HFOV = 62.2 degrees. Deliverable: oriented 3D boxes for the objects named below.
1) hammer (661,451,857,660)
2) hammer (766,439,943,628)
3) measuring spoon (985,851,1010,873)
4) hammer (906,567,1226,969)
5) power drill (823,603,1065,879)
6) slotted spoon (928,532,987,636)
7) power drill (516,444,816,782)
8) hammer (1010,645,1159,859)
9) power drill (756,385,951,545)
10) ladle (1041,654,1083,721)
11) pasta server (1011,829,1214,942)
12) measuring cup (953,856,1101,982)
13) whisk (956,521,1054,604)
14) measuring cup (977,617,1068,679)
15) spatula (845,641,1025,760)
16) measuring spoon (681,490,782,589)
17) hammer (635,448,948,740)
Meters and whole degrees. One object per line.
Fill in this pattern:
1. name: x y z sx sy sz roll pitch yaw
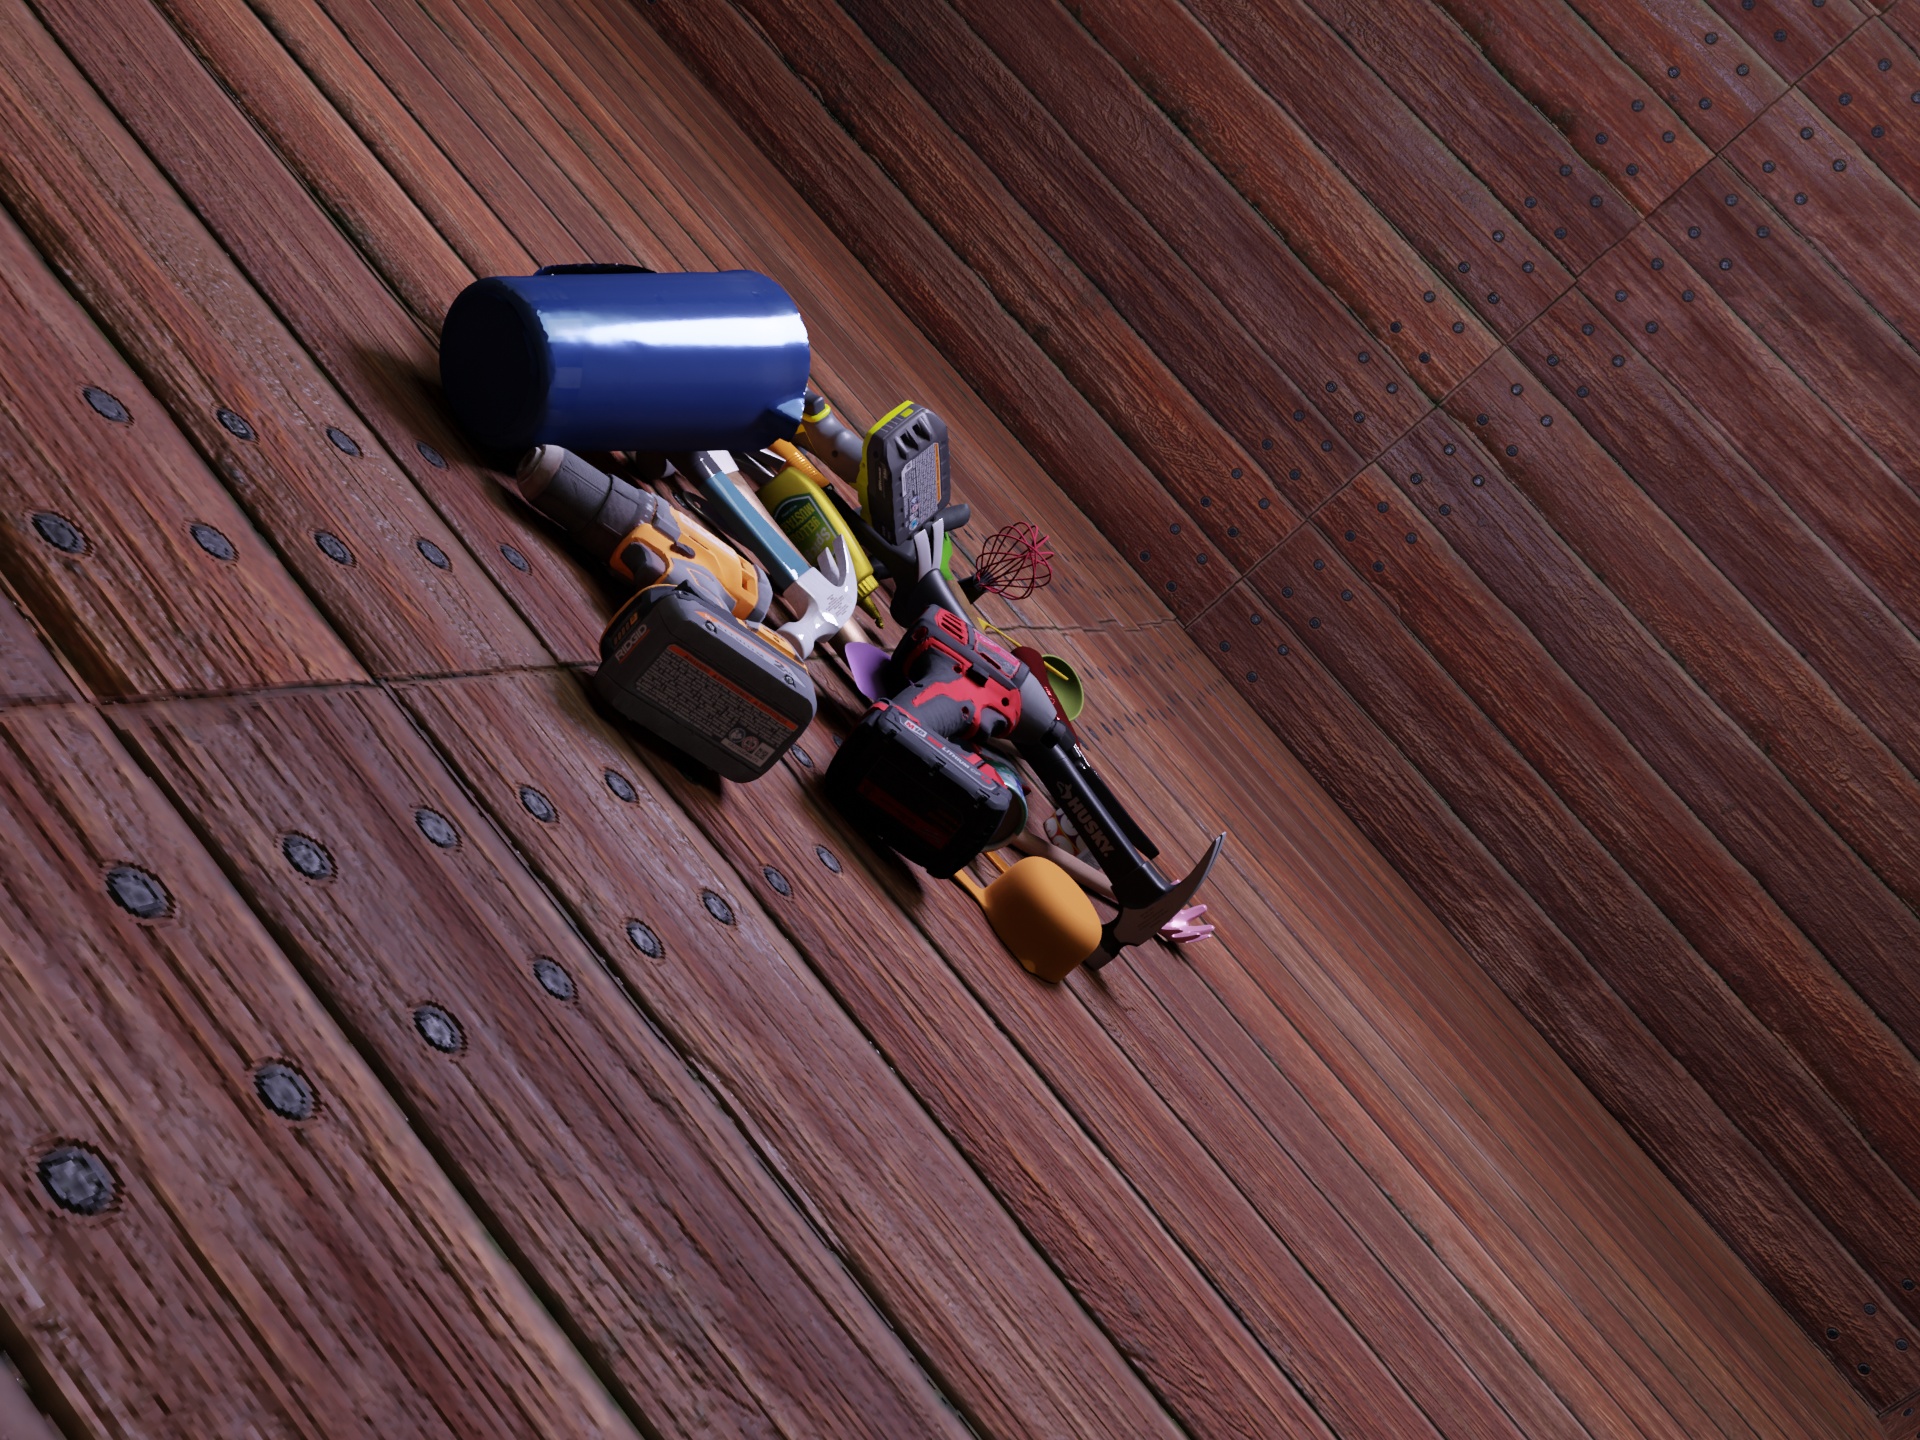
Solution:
1. hammer: -0.201 -0.194 1.217 0.331 0.033 0.128 49 37 -3
2. hammer: -0.144 -0.227 1.432 0.337 0.034 0.127 43 -31 18
3. measuring spoon: 0.039 0.115 1.247 0.117 0.011 0.021 46 14 -7
4. hammer: 0.067 0.021 1.248 0.335 0.146 0.035 55 20 7
5. power drill: -0.002 0.010 1.136 0.143 0.078 0.220 36 31 -5
6. slotted spoon: 0.000 -0.113 1.523 0.070 0.031 0.314 23 29 -39
7. power drill: -0.186 -0.077 0.977 0.185 0.084 0.226 36 15 -32
8. hammer: 0.095 0.011 1.467 0.149 0.036 0.359 52 6 -19
9. power drill: -0.119 -0.278 1.453 0.229 0.080 0.190 36 -27 23
10. ladle: 0.112 0.013 1.582 0.078 0.062 0.320 39 11 -19
11. pasta server: 0.124 0.136 1.390 0.316 0.040 0.060 32 32 -44
12. measuring cup: 0.034 0.114 1.152 0.173 0.052 0.095 45 14 -18
13. whisk: 0.029 -0.144 1.601 0.073 0.073 0.296 46 -15 -8
14. measuring cup: 0.040 -0.076 1.647 0.156 0.029 0.062 33 3 0
15. spatula: -0.002 -0.004 1.296 0.315 0.018 0.060 27 38 -55
16. measuring spoon: -0.180 -0.145 1.302 0.124 0.018 0.034 37 35 -15
17. hammer: -0.120 -0.106 1.285 0.331 0.031 0.130 52 34 2
